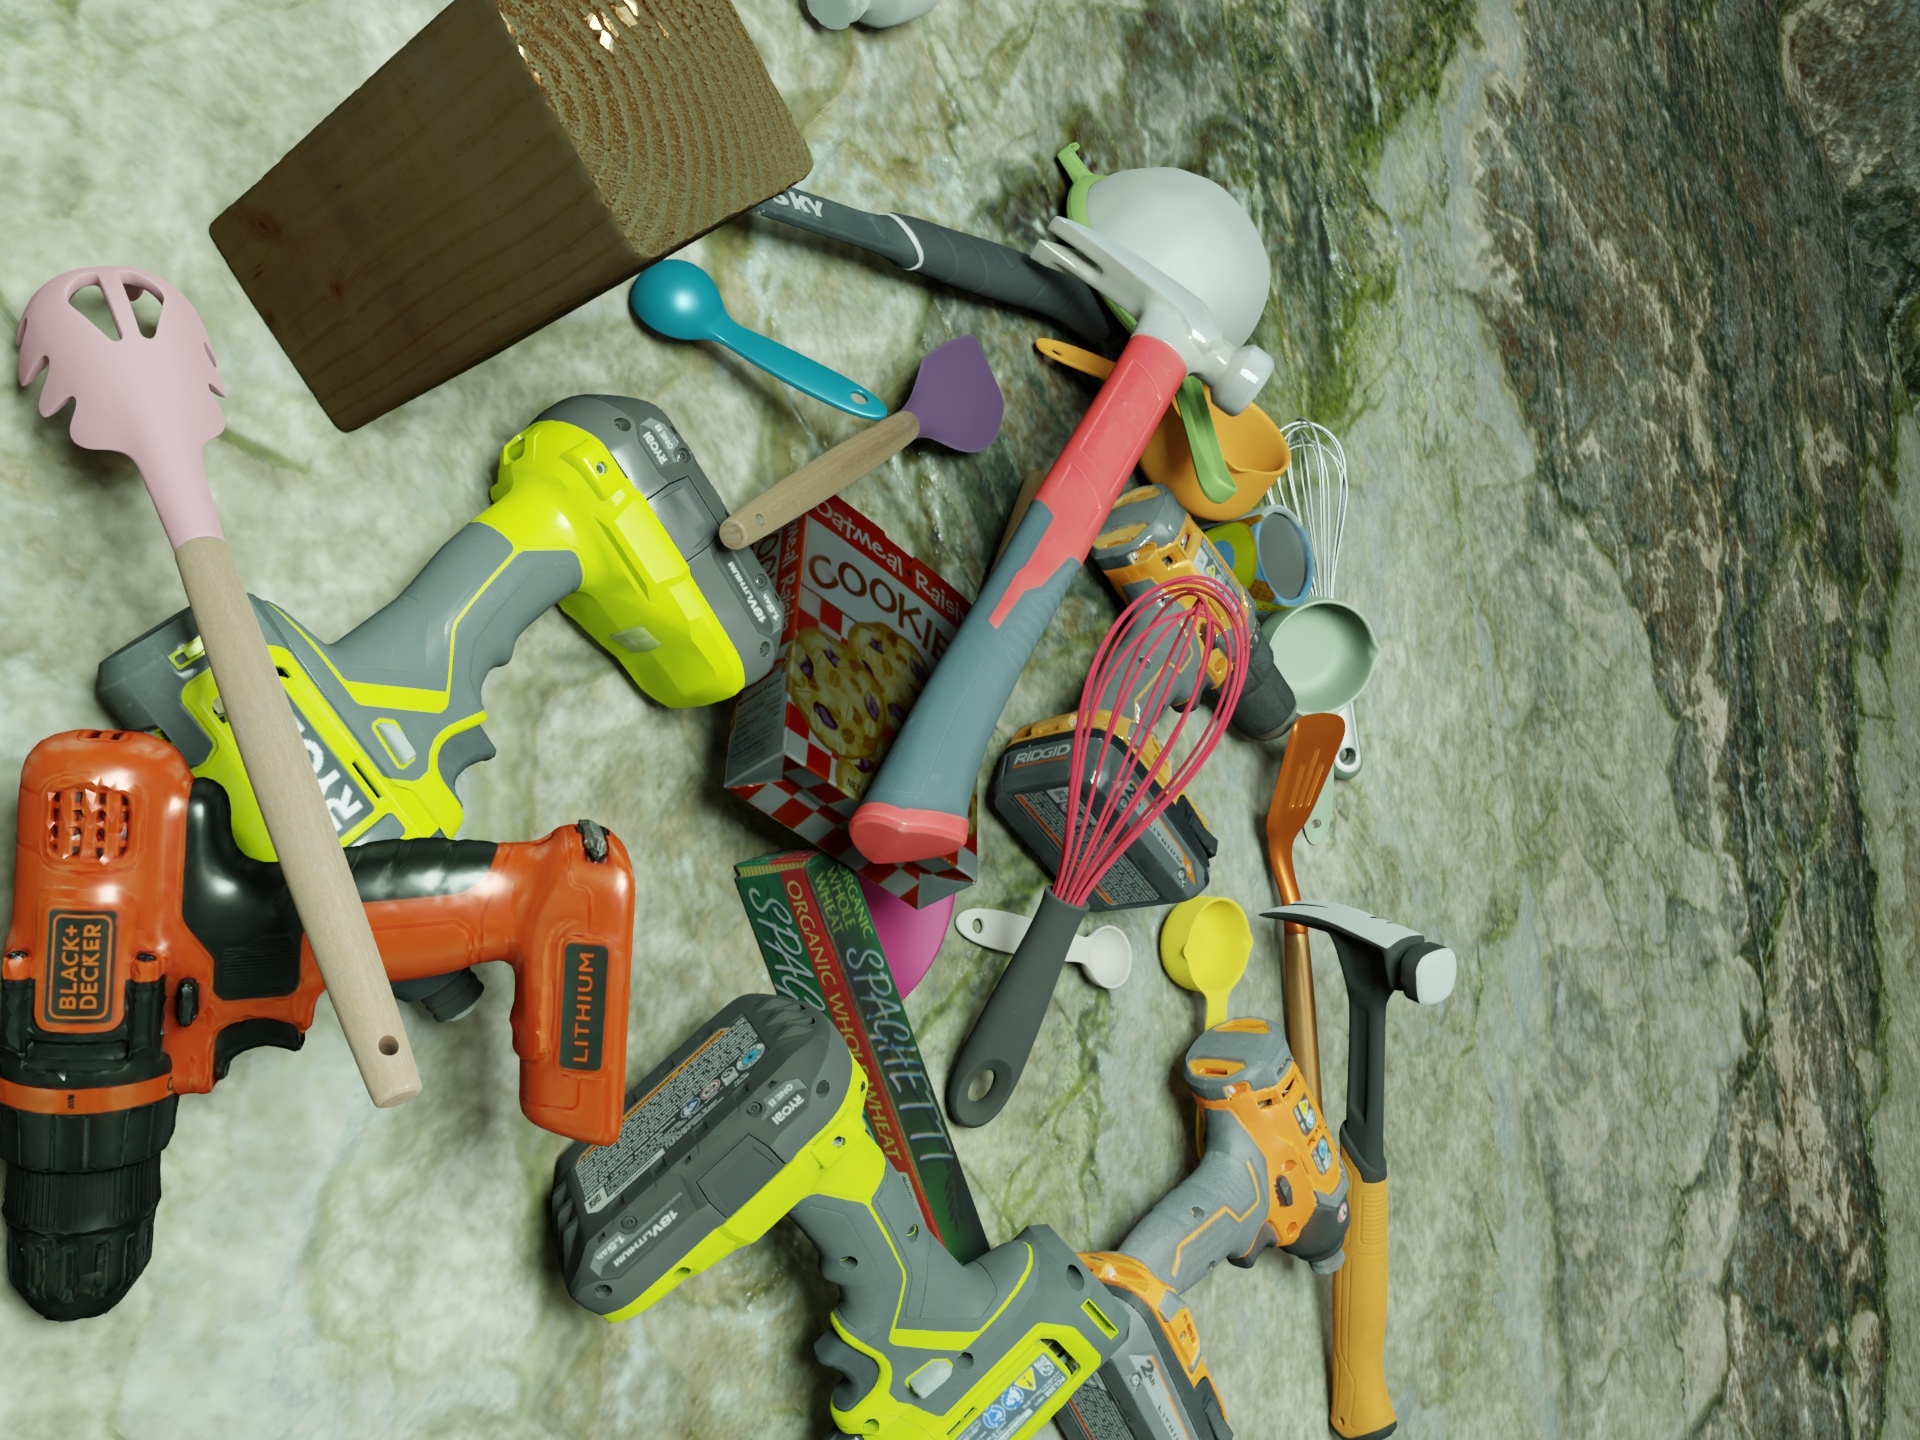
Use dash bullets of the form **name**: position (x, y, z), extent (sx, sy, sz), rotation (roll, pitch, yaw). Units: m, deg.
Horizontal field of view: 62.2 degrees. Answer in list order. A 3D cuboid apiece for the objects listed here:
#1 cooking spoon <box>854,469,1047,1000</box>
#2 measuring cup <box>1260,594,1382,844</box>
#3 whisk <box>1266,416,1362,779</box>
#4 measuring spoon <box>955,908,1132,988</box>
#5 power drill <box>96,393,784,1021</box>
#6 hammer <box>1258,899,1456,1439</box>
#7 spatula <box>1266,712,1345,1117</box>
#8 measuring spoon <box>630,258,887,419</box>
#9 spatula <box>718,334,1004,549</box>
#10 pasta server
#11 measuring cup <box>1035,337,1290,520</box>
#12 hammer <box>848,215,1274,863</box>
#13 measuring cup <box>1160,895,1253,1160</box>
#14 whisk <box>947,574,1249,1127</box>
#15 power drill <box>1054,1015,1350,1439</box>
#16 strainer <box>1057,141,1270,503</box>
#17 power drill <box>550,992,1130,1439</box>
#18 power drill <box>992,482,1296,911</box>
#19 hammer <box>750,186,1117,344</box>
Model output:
- **cooking spoon**: position (-0.001, -0.003, 0.823), extent (0.068, 0.017, 0.319), rotation (39, 57, -35)
- **measuring cup**: position (0.229, -0.002, 1.044), extent (0.083, 0.038, 0.167), rotation (-6, 109, -11)
- **whisk**: position (0.244, -0.081, 1.071), extent (0.058, 0.059, 0.246), rotation (-9, 94, -8)
- **measuring spoon**: position (0.043, 0.119, 0.851), extent (0.124, 0.018, 0.034), rotation (19, 69, -35)
- **power drill**: position (-0.178, -0.011, 0.607), extent (0.223, 0.080, 0.171), rotation (-46, 114, -36)
- **hammer**: position (0.232, 0.274, 0.944), extent (0.034, 0.127, 0.336), rotation (-11, 106, -30)
- **spatula**: position (0.220, 0.157, 0.995), extent (0.081, 0.041, 0.322), rotation (2, 84, -55)
- **measuring spoon**: position (-0.088, -0.175, 0.723), extent (0.128, 0.021, 0.042), rotation (27, 50, -5)
- **spatula**: position (-0.035, -0.132, 0.758), extent (0.059, 0.018, 0.316), rotation (65, 28, -13)
- **pasta server**: position (-0.224, -0.026, 0.486), extent (0.060, 0.040, 0.316), rotation (-15, 67, -33)
- **measuring cup**: position (0.112, -0.176, 0.955), extent (0.173, 0.052, 0.095), rotation (20, 42, -17)
- **hammer**: position (0.031, -0.095, 0.748), extent (0.143, 0.038, 0.386), rotation (34, 53, -5)
- **measuring cup**: position (0.139, 0.180, 0.933), extent (0.062, 0.029, 0.156), rotation (0, 94, -41)
- **whisk**: position (0.058, 0.067, 0.761), extent (0.073, 0.073, 0.296), rotation (12, 106, -44)
- **power drill**: position (0.136, 0.291, 0.853), extent (0.226, 0.084, 0.164), rotation (-43, 114, -40)
- **strainer**: position (0.143, -0.238, 0.923), extent (0.151, 0.069, 0.257), rotation (23, 45, -37)
- **power drill**: position (-0.059, 0.243, 0.649), extent (0.190, 0.080, 0.228), rotation (-41, 112, -10)
- **power drill**: position (0.119, 0.002, 0.906), extent (0.185, 0.084, 0.226), rotation (49, 47, -30)
- **hammer**: position (-0.047, -0.248, 0.797), extent (0.408, 0.036, 0.149), rotation (-1, 62, -50)
